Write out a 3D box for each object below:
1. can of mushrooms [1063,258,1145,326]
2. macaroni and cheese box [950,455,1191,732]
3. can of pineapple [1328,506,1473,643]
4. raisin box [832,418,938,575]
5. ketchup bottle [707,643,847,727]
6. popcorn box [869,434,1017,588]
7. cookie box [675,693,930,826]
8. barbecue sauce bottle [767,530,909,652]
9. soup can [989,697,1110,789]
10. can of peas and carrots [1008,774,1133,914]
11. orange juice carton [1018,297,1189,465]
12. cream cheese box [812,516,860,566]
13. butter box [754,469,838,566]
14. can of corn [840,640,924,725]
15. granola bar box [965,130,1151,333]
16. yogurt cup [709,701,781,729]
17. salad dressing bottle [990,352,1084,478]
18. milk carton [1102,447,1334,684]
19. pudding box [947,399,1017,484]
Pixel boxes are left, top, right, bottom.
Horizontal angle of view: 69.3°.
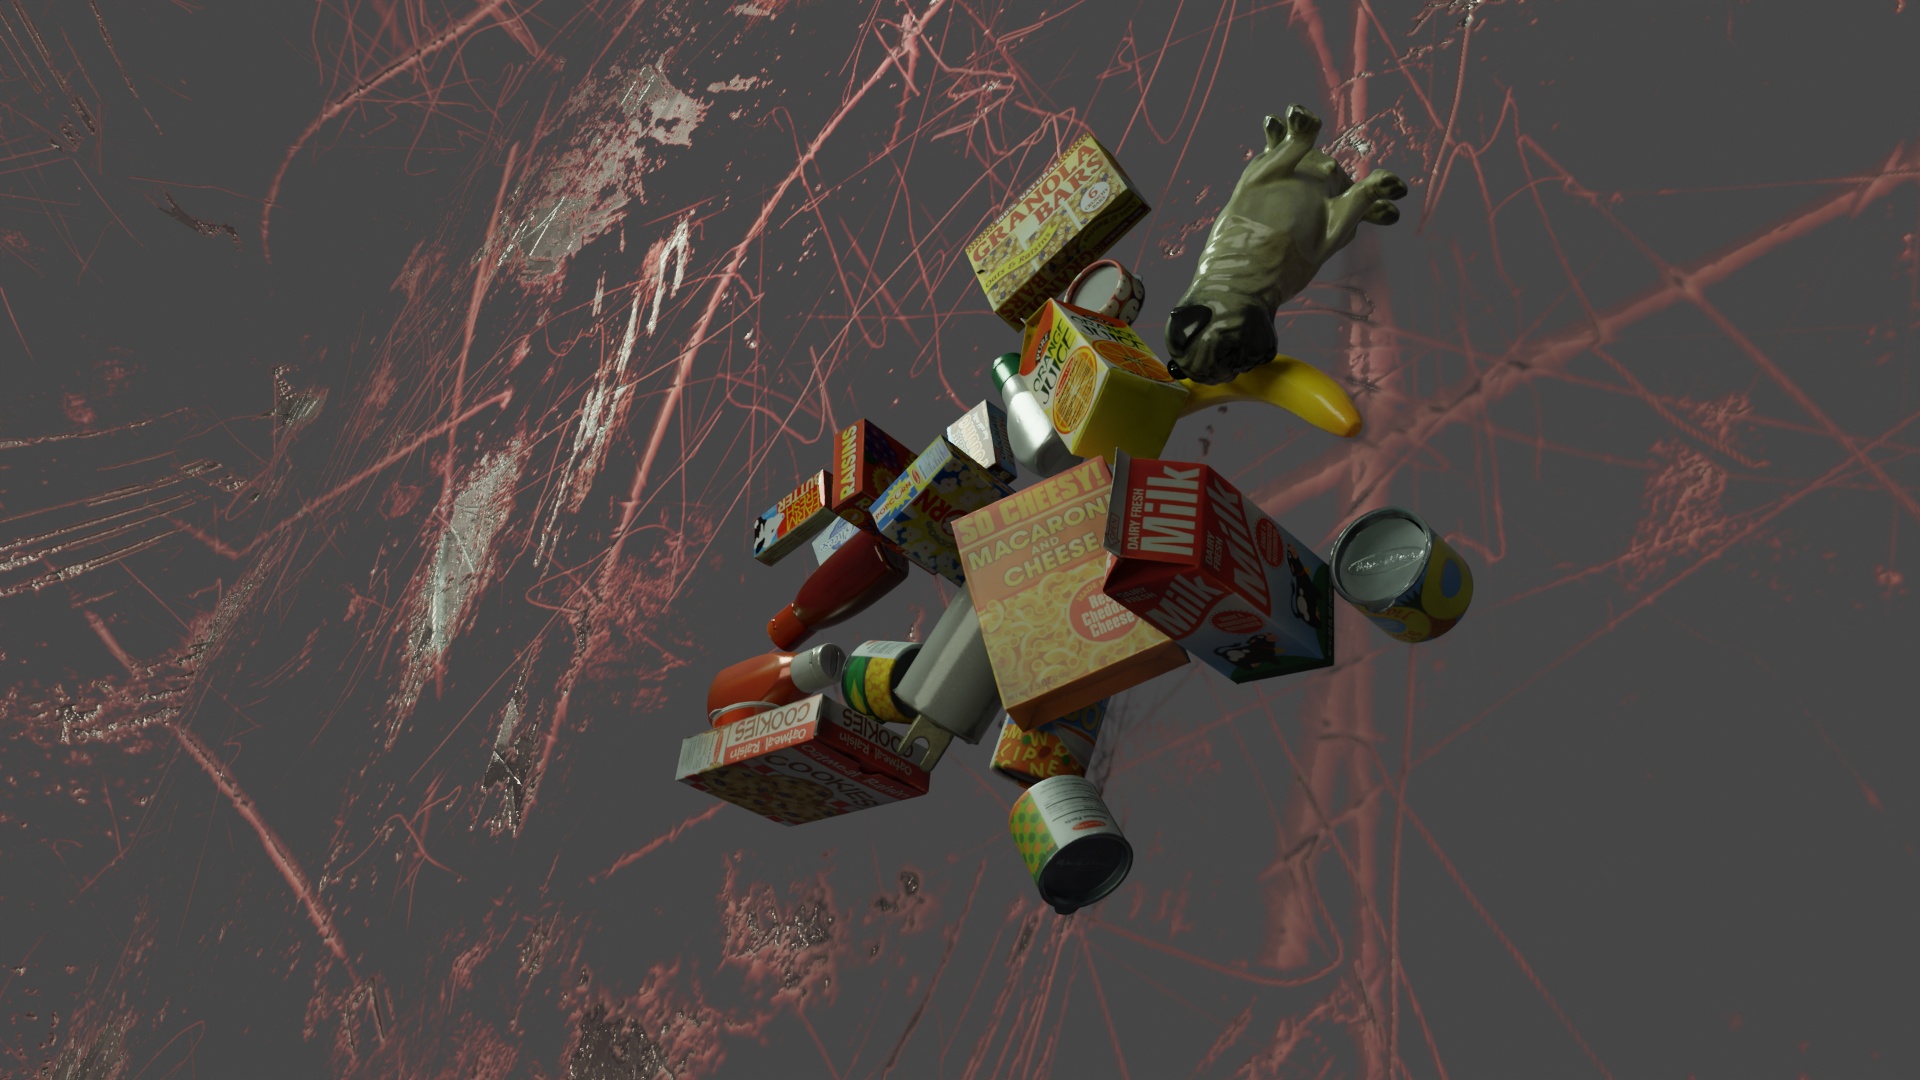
[{"bbox_3d":[0.124,-0.209,1.196,0.071,0.033,0.071,-29,43,32],"label":"can of mushrooms"},{"bbox_3d":[0.071,0.034,0.960,0.123,0.040,0.167,-24,50,8],"label":"macaroni and cheese box"},{"bbox_3d":[0.265,0.023,0.836,0.071,0.058,0.071,-29,44,32],"label":"can of pineapple"},{"bbox_3d":[-0.053,-0.037,1.185,0.040,0.123,0.086,-30,44,31],"label":"raisin box"},{"bbox_3d":[-0.165,0.129,1.250,0.148,0.043,0.065,-23,48,36],"label":"ketchup bottle"},{"bbox_3d":[0.004,-0.014,1.100,0.085,0.126,0.038,-45,33,14],"label":"popcorn box"},{"bbox_3d":[-0.123,0.179,1.097,0.167,0.123,0.040,-21,49,38],"label":"cookie box"},{"bbox_3d":[-0.113,0.047,1.256,0.148,0.043,0.065,-38,47,23],"label":"barbecue sauce bottle"},{"bbox_3d":[0.066,0.131,0.970,0.071,0.071,0.084,-1,62,48],"label":"soup can"},{"bbox_3d":[0.071,0.199,0.913,0.071,0.071,0.059,-47,37,12],"label":"can of peas and carrots"},{"bbox_3d":[0.103,-0.132,1.100,0.193,0.072,0.072,-115,43,-57],"label":"orange juice carton"},{"bbox_3d":[-0.091,-0.012,1.293,0.103,0.024,0.053,-44,39,15],"label":"cream cheese box"},{"bbox_3d":[-0.163,-0.022,1.381,0.103,0.024,0.053,-34,42,27],"label":"butter box"},{"bbox_3d":[-0.052,0.116,1.116,0.058,0.071,0.071,-3,61,47],"label":"can of corn"},{"bbox_3d":[0.086,-0.290,1.296,0.165,0.039,0.125,-41,38,18],"label":"granola bar box"},{"bbox_3d":[-0.182,0.179,1.215,0.072,0.072,0.054,-30,51,30],"label":"yogurt cup"},{"bbox_3d":[0.062,-0.110,1.181,0.064,0.044,0.148,-48,35,19],"label":"salad dressing bottle"},{"bbox_3d":[0.151,0.016,0.857,0.073,0.190,0.072,-18,50,40],"label":"milk carton"},{"bbox_3d":[0.018,-0.077,1.215,0.049,0.030,0.084,-35,41,27],"label":"pudding box"}]
